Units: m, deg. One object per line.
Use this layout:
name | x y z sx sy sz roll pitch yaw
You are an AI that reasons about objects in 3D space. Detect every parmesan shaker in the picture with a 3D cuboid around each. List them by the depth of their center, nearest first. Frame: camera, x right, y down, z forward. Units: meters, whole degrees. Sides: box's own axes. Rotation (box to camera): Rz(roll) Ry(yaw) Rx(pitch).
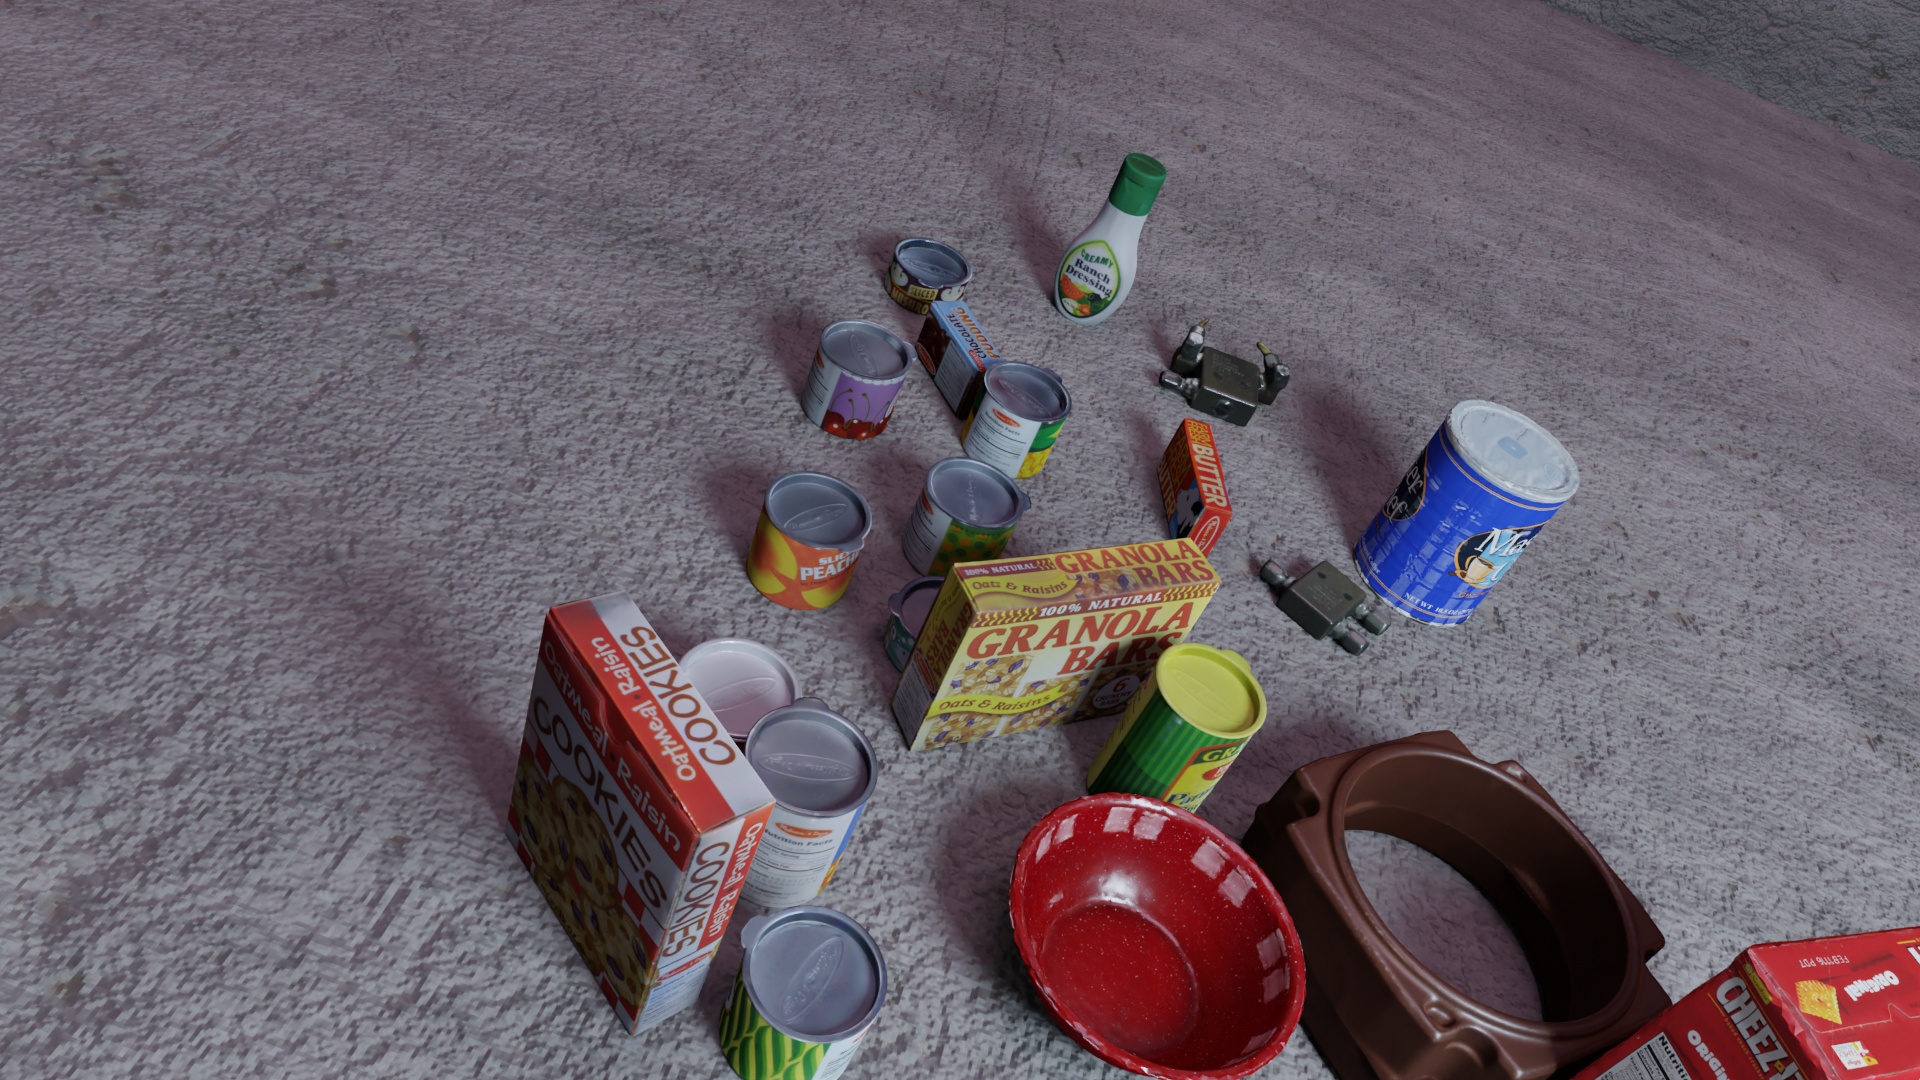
parmesan shaker | 0.123 0.115 0.796 0.071 0.102 0.072 14 42 -12

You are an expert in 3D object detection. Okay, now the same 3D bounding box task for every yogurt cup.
yogurt cup | -0.123 0.093 0.739 0.072 0.053 0.073 14 42 -12

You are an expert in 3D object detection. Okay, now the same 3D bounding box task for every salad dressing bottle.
salad dressing bottle | 0.125 -0.249 1.152 0.064 0.146 0.044 32 41 9

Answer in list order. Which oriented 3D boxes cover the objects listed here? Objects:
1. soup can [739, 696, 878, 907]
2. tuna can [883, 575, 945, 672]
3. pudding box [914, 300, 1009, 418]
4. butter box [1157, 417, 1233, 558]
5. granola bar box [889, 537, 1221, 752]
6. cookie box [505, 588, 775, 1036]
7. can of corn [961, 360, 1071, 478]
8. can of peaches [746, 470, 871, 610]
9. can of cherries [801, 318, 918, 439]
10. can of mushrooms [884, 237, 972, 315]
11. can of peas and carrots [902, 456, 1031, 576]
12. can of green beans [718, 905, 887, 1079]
soup can | -0.084 0.131 0.694 0.071 0.083 0.072 14 42 -12
tuna can | -0.014 0.056 0.848 0.071 0.032 0.071 14 42 -12
pudding box | 0.000 -0.137 1.047 0.030 0.049 0.084 -7 49 -31
butter box | 0.171 -0.038 1.021 0.024 0.052 0.104 12 42 -14
granola bar box | 0.053 0.059 0.806 0.166 0.123 0.039 -6 49 -30
cookie box | -0.147 0.122 0.610 0.040 0.166 0.123 -19 57 -39
can of corn | 0.041 -0.088 1.008 0.071 0.058 0.071 14 42 -12
can of peaches | -0.092 0.002 0.848 0.071 0.057 0.071 14 42 -12
can of cherries | -0.071 -0.113 0.980 0.071 0.058 0.072 14 42 -12
can of mushrooms | -0.027 -0.213 1.127 0.071 0.033 0.071 14 42 -12
can of peas and carrots | 0.003 -0.011 0.908 0.071 0.058 0.071 14 42 -12
can of green beans | -0.073 0.211 0.634 0.071 0.057 0.071 14 42 -12
